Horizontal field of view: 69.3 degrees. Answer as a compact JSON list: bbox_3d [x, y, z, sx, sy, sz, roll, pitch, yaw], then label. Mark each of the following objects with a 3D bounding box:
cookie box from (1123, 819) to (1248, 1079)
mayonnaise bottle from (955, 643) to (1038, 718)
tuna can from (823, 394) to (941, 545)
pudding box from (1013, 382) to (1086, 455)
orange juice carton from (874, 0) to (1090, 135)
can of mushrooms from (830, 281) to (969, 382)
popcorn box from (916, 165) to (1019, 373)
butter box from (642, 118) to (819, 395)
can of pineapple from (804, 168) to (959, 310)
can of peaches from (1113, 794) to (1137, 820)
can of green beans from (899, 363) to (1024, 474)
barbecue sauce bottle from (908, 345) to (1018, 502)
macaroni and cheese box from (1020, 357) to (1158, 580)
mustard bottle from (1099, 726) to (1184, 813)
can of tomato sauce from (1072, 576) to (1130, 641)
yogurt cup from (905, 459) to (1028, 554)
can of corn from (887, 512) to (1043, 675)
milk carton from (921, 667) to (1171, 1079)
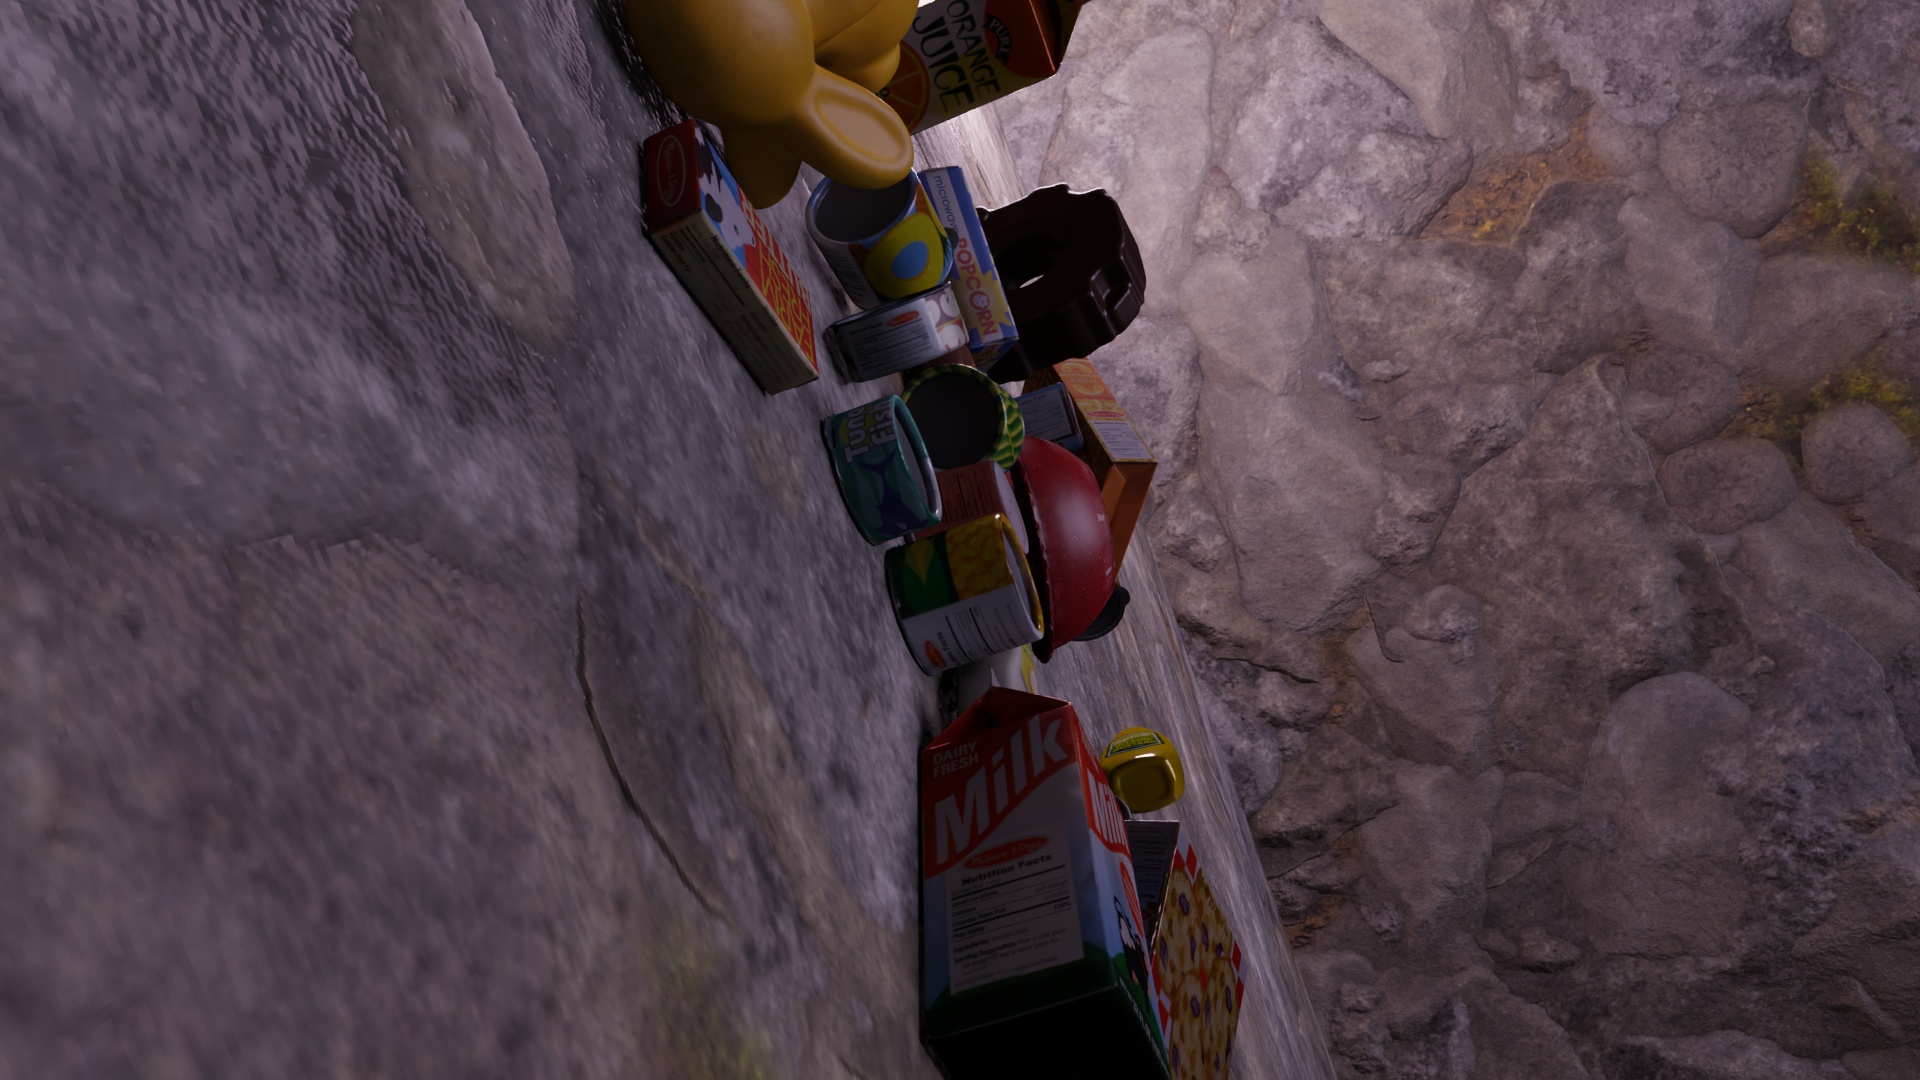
[{"bbox_3d":[0.085,0.231,0.625,0.122,0.040,0.168,63,35,-36],"label":"cookie box"},{"bbox_3d":[0.019,0.065,0.733,0.149,0.041,0.064,-92,166,-57],"label":"mayonnaise bottle"},{"bbox_3d":[-0.036,-0.035,0.655,0.071,0.033,0.071,-21,92,-80],"label":"tuna can"},{"bbox_3d":[0.043,-0.077,0.998,0.030,0.084,0.050,59,15,-60],"label":"pudding box"},{"bbox_3d":[0.001,-0.323,0.918,0.072,0.192,0.073,-78,147,-69],"label":"orange juice carton"},{"bbox_3d":[-0.030,-0.108,0.720,0.071,0.071,0.033,-70,141,-74],"label":"can of mushrooms"},{"bbox_3d":[-0.008,-0.179,0.947,0.085,0.038,0.127,146,-73,-70],"label":"popcorn box"},{"bbox_3d":[-0.088,-0.107,0.540,0.103,0.024,0.053,56,19,-53],"label":"butter box"},{"bbox_3d":[-0.043,-0.168,0.758,0.057,0.071,0.071,56,18,-55],"label":"can of pineapple"},{"bbox_3d":[0.067,0.171,0.712,0.071,0.071,0.058,-90,160,-61],"label":"can of peaches"},{"bbox_3d":[0.000,-0.066,0.802,0.058,0.071,0.071,14,58,-78],"label":"can of green beans"},{"bbox_3d":[-0.005,-0.086,0.876,0.065,0.043,0.149,50,22,-75],"label":"barbecue sauce bottle"},{"bbox_3d":[0.087,-0.058,1.063,0.167,0.040,0.123,-114,-149,-47],"label":"macaroni and cheese box"},{"bbox_3d":[0.144,0.181,1.129,0.160,0.065,0.049,-40,117,-85],"label":"mustard bottle"},{"bbox_3d":[0.095,0.028,1.112,0.083,0.071,0.071,-95,163,-55],"label":"can of tomato sauce"},{"bbox_3d":[0.003,-0.009,0.750,0.072,0.054,0.072,-22,92,-80],"label":"yogurt cup"},{"bbox_3d":[0.003,0.024,0.678,0.071,0.058,0.071,-20,92,-80],"label":"can of corn"},{"bbox_3d":[0.030,0.137,0.575,0.191,0.073,0.072,-94,162,-56],"label":"milk carton"}]
